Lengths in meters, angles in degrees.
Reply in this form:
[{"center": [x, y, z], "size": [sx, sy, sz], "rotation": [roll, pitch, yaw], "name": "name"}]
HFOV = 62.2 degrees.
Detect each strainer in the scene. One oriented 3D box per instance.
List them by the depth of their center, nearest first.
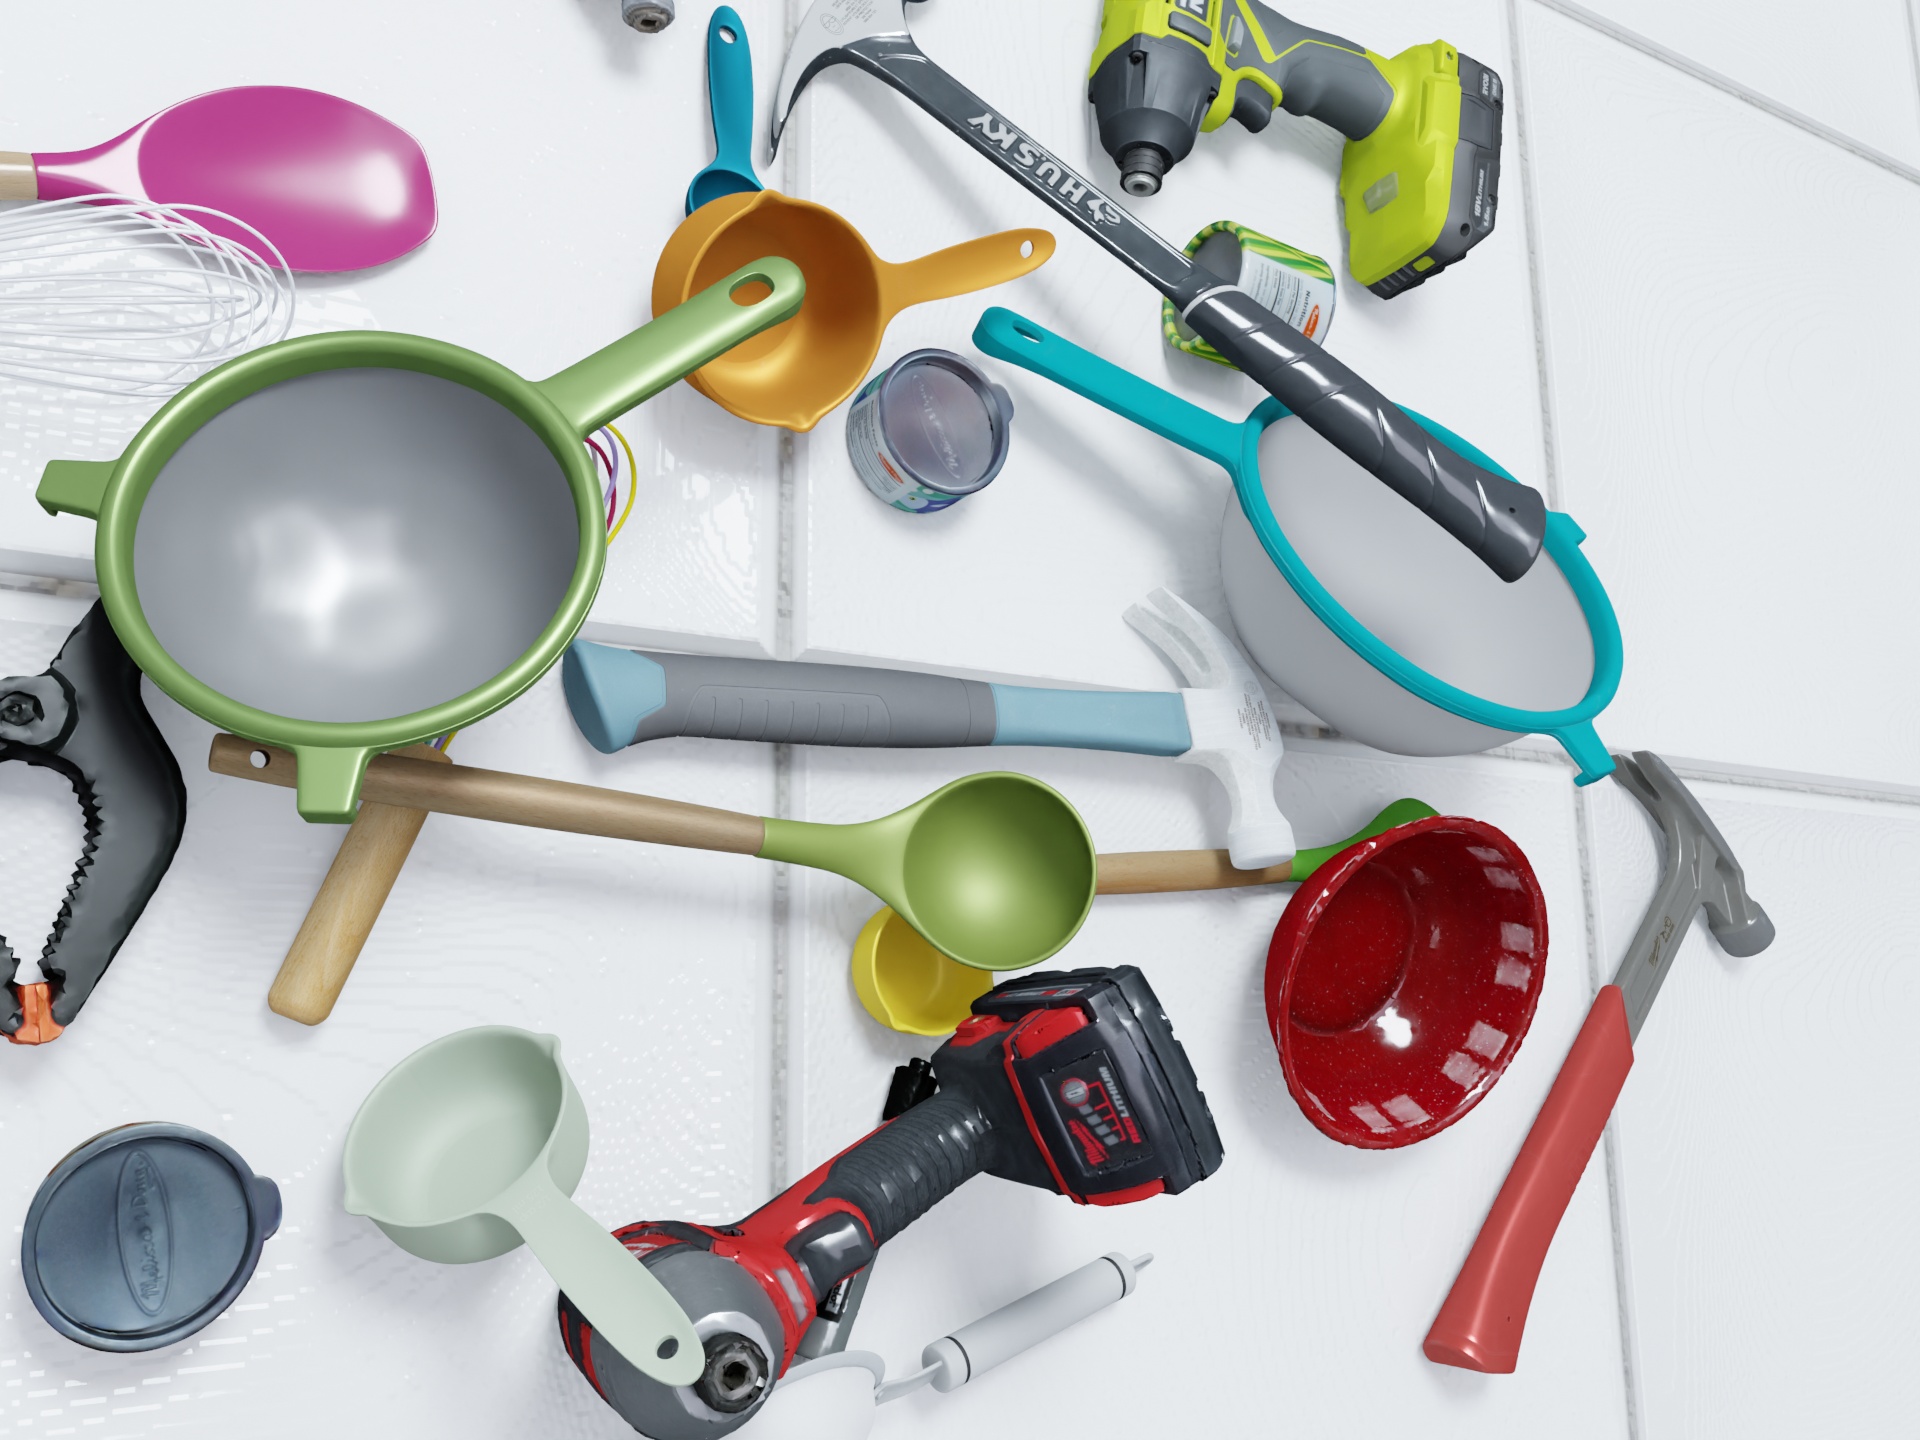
[{"center": [-0.154, -0.078, 0.540], "size": [0.256, 0.069, 0.151], "rotation": [-39, 77, -25], "name": "strainer"}, {"center": [-0.010, 0.250, 0.608], "size": [0.258, 0.086, 0.050], "rotation": [-9, 46, -42], "name": "strainer"}, {"center": [0.146, -0.083, 0.756], "size": [0.340, 0.095, 0.211], "rotation": [26, 44, -8], "name": "strainer"}]

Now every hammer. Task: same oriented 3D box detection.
[{"center": [-0.001, -0.002, 0.671], "size": [0.330, 0.033, 0.128], "rotation": [3, 68, -29], "name": "hammer"}, {"center": [0.095, -0.197, 0.714], "size": [0.409, 0.036, 0.149], "rotation": [37, 65, -1], "name": "hammer"}, {"center": [0.332, 0.183, 0.847], "size": [0.149, 0.037, 0.359], "rotation": [49, 59, -14], "name": "hammer"}]

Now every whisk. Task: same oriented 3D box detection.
[{"center": [-0.351, -0.126, 0.476], "size": [0.284, 0.070, 0.070], "rotation": [-8, 85, -28], "name": "whisk"}, {"center": [-0.178, -0.008, 0.567], "size": [0.047, 0.051, 0.245], "rotation": [32, 68, -29], "name": "whisk"}]

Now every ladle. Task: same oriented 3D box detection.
[{"center": [-0.092, 0.037, 0.566], "size": [0.320, 0.062, 0.078], "rotation": [12, 79, -29], "name": "ladle"}]

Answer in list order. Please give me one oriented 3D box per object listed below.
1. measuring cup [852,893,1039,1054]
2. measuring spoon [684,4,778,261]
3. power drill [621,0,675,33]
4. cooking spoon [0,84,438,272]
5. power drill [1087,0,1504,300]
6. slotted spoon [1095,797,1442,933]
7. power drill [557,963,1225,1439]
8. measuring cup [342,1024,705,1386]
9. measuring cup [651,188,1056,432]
[{"center": [0.016, 0.132, 0.668], "size": [0.156, 0.029, 0.062], "rotation": [44, 61, -20], "name": "measuring cup"}, {"center": [-0.102, -0.249, 0.681], "size": [0.042, 0.021, 0.129], "rotation": [9, 67, -32], "name": "measuring spoon"}, {"center": [-0.199, -0.359, 0.603], "size": [0.226, 0.084, 0.164], "rotation": [-2, 82, -36], "name": "power drill"}, {"center": [-0.332, -0.179, 0.519], "size": [0.318, 0.017, 0.069], "rotation": [-11, 91, -33], "name": "cooking spoon"}, {"center": [0.171, -0.315, 0.827], "size": [0.223, 0.080, 0.171], "rotation": [17, 71, -24], "name": "power drill"}, {"center": [0.133, 0.072, 0.753], "size": [0.313, 0.031, 0.070], "rotation": [1, 83, -30], "name": "slotted spoon"}, {"center": [-0.026, 0.168, 0.549], "size": [0.219, 0.143, 0.078], "rotation": [-25, 90, -25], "name": "power drill"}, {"center": [-0.129, 0.160, 0.501], "size": [0.083, 0.168, 0.038], "rotation": [-40, 139, -26], "name": "measuring cup"}, {"center": [-0.044, -0.181, 0.655], "size": [0.173, 0.052, 0.095], "rotation": [-22, 122, -25], "name": "measuring cup"}]
